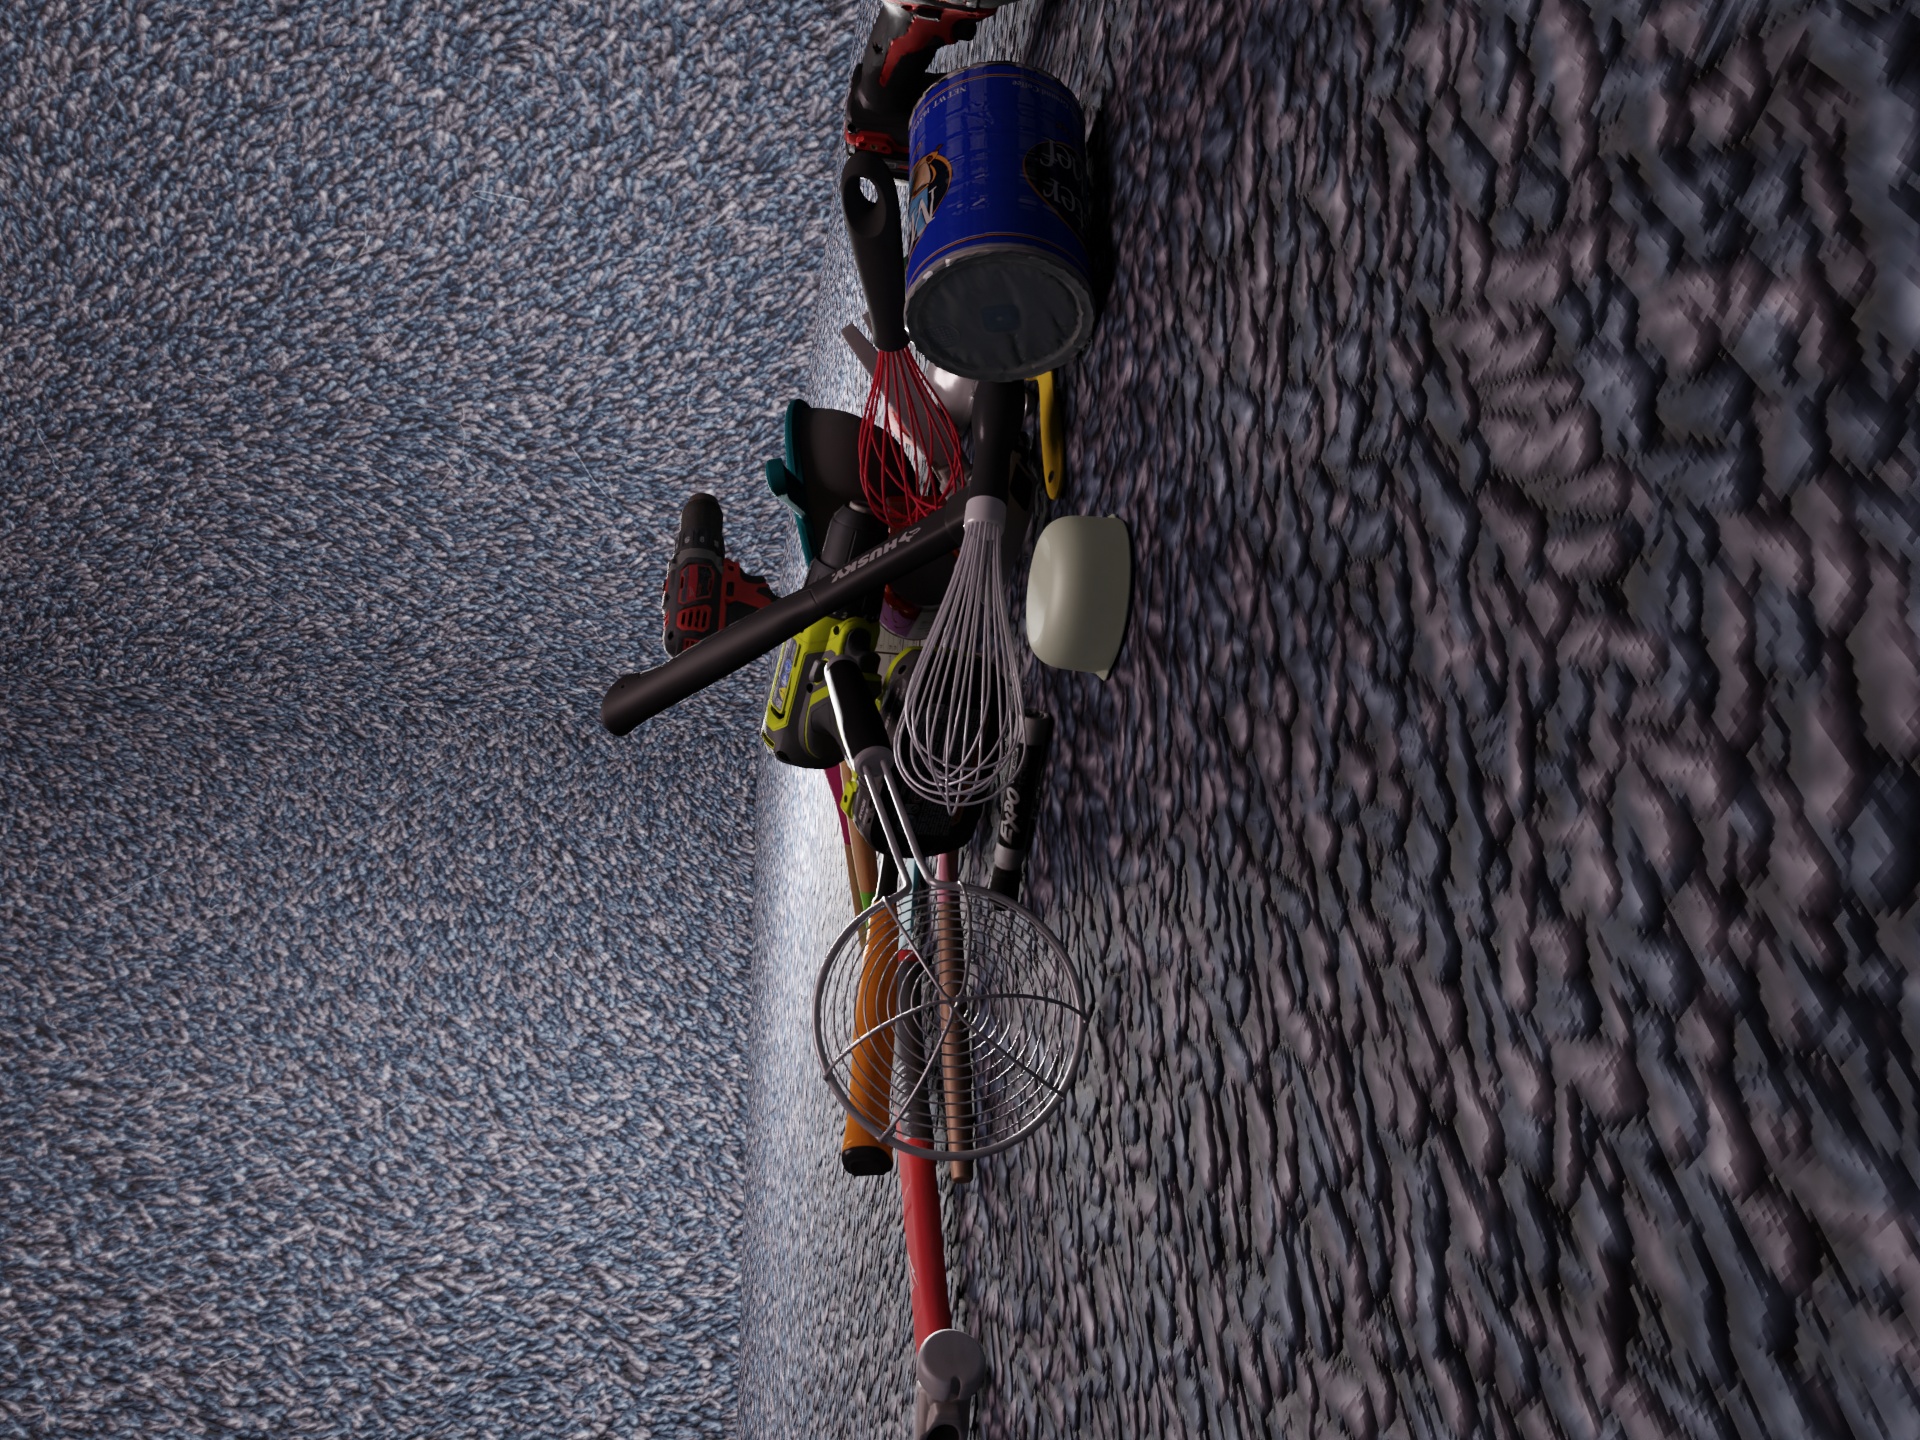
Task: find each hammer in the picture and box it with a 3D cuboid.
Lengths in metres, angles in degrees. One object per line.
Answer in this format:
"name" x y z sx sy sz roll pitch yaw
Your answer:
"hammer" -0.055 0.154 1.100 0.127 0.034 0.337 77 -169 -45
"hammer" -0.031 0.308 1.064 0.387 0.038 0.143 -99 16 -54
"hammer" -0.099 -0.068 1.003 0.335 0.035 0.146 -26 35 25
"hammer" -0.042 -0.246 1.253 0.149 0.036 0.359 57 -177 -12

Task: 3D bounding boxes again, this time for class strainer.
"strainer" 0.014 -0.230 1.085 0.259 0.050 0.087 -124 45 -69
"strainer" -0.087 -0.184 1.322 0.340 0.095 0.211 9 -110 -85

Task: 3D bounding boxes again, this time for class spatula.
"spatula" -0.082 0.037 1.306 0.082 0.044 0.318 111 139 -66

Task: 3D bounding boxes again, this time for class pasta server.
"pasta server" -0.014 0.149 1.051 0.060 0.040 0.317 79 -174 -55

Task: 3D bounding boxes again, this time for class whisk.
"whisk" 0.010 -0.081 0.858 0.070 0.070 0.285 115 164 -62
"whisk" -0.040 -0.219 0.975 0.295 0.073 0.073 82 -175 -55

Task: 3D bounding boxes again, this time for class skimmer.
"skimmer" -0.033 0.076 0.848 0.364 0.127 0.090 -115 16 -60

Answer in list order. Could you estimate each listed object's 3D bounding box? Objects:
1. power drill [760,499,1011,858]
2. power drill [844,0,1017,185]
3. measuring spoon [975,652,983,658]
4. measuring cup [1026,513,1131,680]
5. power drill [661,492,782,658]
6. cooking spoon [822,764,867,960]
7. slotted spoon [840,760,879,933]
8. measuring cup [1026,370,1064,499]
"power drill" -0.057 -0.029 1.060 0.229 0.080 0.190 43 122 54
"power drill" -0.012 -0.464 1.092 0.219 0.143 0.079 105 172 -71
"measuring spoon" -0.002 -0.004 1.111 0.124 0.018 0.034 108 164 -53
"measuring cup" 0.046 -0.055 0.812 0.167 0.038 0.083 147 128 -76
"power drill" -0.183 -0.138 1.597 0.080 0.226 0.188 112 160 -58
"cooking spoon" -0.082 0.119 1.268 0.069 0.017 0.318 13 120 42
"slotted spoon" -0.074 0.106 1.217 0.070 0.031 0.313 -38 -55 -60
"measuring cup" 0.039 -0.193 0.928 0.062 0.029 0.157 128 146 -50
